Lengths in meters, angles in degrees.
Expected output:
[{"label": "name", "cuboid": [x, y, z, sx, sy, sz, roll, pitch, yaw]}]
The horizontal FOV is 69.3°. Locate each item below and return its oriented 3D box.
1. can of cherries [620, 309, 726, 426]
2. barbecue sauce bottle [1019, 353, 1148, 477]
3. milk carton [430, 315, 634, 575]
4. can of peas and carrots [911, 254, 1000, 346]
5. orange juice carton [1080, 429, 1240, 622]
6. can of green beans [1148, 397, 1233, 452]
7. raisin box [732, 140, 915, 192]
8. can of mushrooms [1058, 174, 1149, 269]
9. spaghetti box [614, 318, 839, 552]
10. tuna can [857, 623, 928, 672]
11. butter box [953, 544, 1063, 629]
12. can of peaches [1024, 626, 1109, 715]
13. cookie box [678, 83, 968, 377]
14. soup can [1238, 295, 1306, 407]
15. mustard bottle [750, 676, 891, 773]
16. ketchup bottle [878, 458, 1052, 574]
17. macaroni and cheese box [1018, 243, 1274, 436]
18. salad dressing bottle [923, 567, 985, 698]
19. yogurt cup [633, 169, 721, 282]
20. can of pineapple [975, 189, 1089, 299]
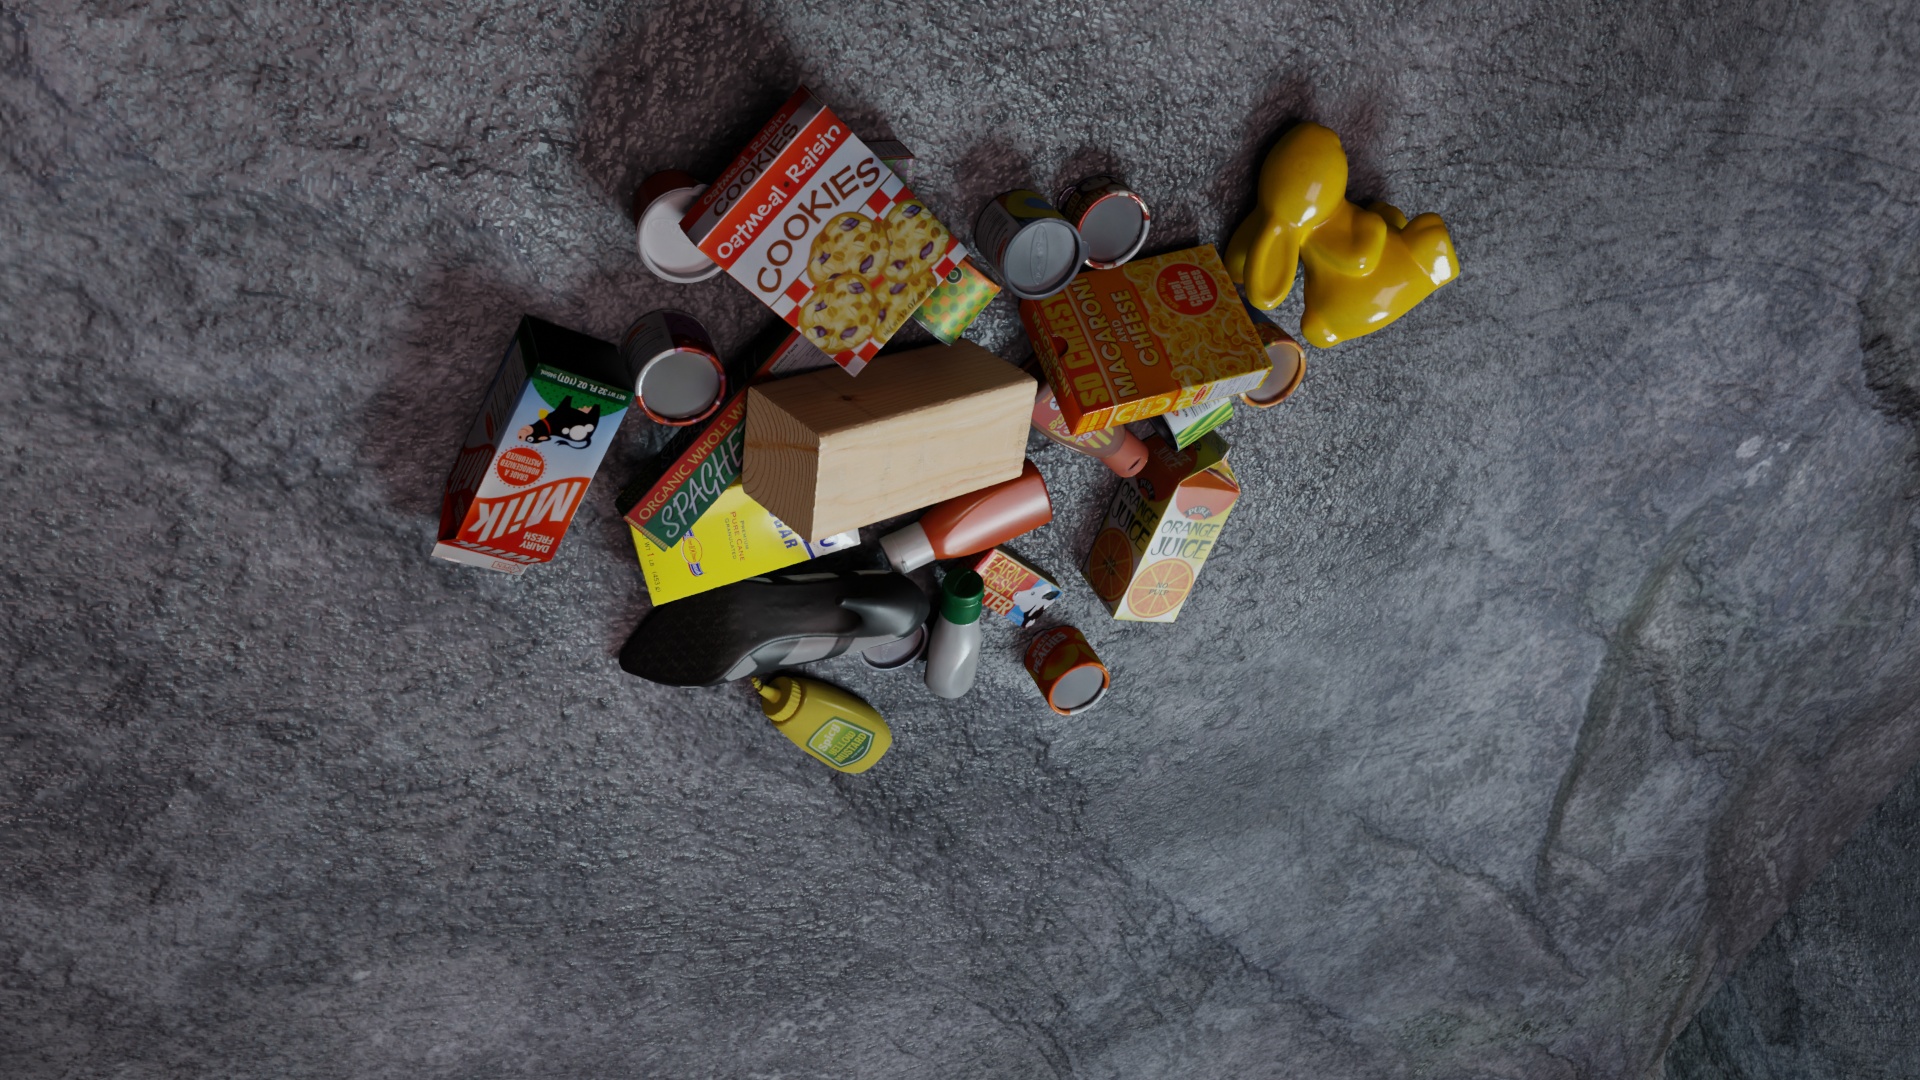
[{"label": "can of cherries", "cuboid": [-0.204, -0.123, 1.002, 0.071, 0.058, 0.071, -13, 129, -17]}, {"label": "barbecue sauce bottle", "cuboid": [0.105, -0.103, 1.180, 0.064, 0.044, 0.148, -46, 131, 11]}, {"label": "milk carton", "cuboid": [-0.310, -0.055, 0.992, 0.072, 0.074, 0.189, 18, 116, -35]}, {"label": "can of peas and carrots", "cuboid": [-0.014, -0.190, 1.039, 0.058, 0.071, 0.071, -48, 131, 12]}, {"label": "orange juice carton", "cuboid": [0.187, -0.022, 1.264, 0.073, 0.072, 0.191, 5, 123, -30]}, {"label": "can of green beans", "cuboid": [0.193, -0.119, 1.197, 0.058, 0.071, 0.071, -32, 132, -1]}, {"label": "raisin box", "cuboid": [-0.098, -0.234, 0.983, 0.124, 0.040, 0.085, -8, 128, -20]}, {"label": "can of mushrooms", "cuboid": [0.110, -0.248, 1.080, 0.071, 0.033, 0.070, -14, 130, -16]}, {"label": "spaghetti box", "cuboid": [-0.155, -0.100, 1.032, 0.250, 0.029, 0.050, -48, 130, -2]}, {"label": "tuna can", "cuboid": [-0.067, 0.083, 1.244, 0.071, 0.033, 0.070, -13, 129, -17]}, {"label": "butter box", "cuboid": [0.042, 0.039, 1.271, 0.103, 0.024, 0.053, 32, 106, -40]}, {"label": "can of peaches", "cuboid": [0.102, 0.125, 1.343, 0.071, 0.058, 0.070, -14, 130, -17]}, {"label": "cookie box", "cuboid": [-0.090, -0.206, 0.944, 0.123, 0.040, 0.167, -47, 137, 6]}, {"label": "soup can", "cuboid": [0.246, -0.161, 1.179, 0.071, 0.084, 0.071, -14, 129, -17]}, {"label": "mustard bottle", "cuboid": [-0.133, 0.160, 1.260, 0.065, 0.049, 0.160, -47, 131, 10]}, {"label": "ketchup bottle", "cuboid": [0.004, -0.015, 1.198, 0.149, 0.044, 0.064, -25, 133, -7]}, {"label": "macaroni and cheese box", "cuboid": [0.146, -0.162, 1.102, 0.167, 0.124, 0.040, -15, 158, -15]}, {"label": "salad dressing bottle", "cuboid": [-0.004, 0.083, 1.244, 0.064, 0.044, 0.146, -53, 162, -37]}, {"label": "yogurt cup", "cuboid": [-0.190, -0.216, 0.941, 0.072, 0.054, 0.072, -13, 129, -17]}, {"label": "can of pineapple", "cuboid": [0.053, -0.224, 1.052, 0.071, 0.058, 0.070, -13, 130, -17]}]
